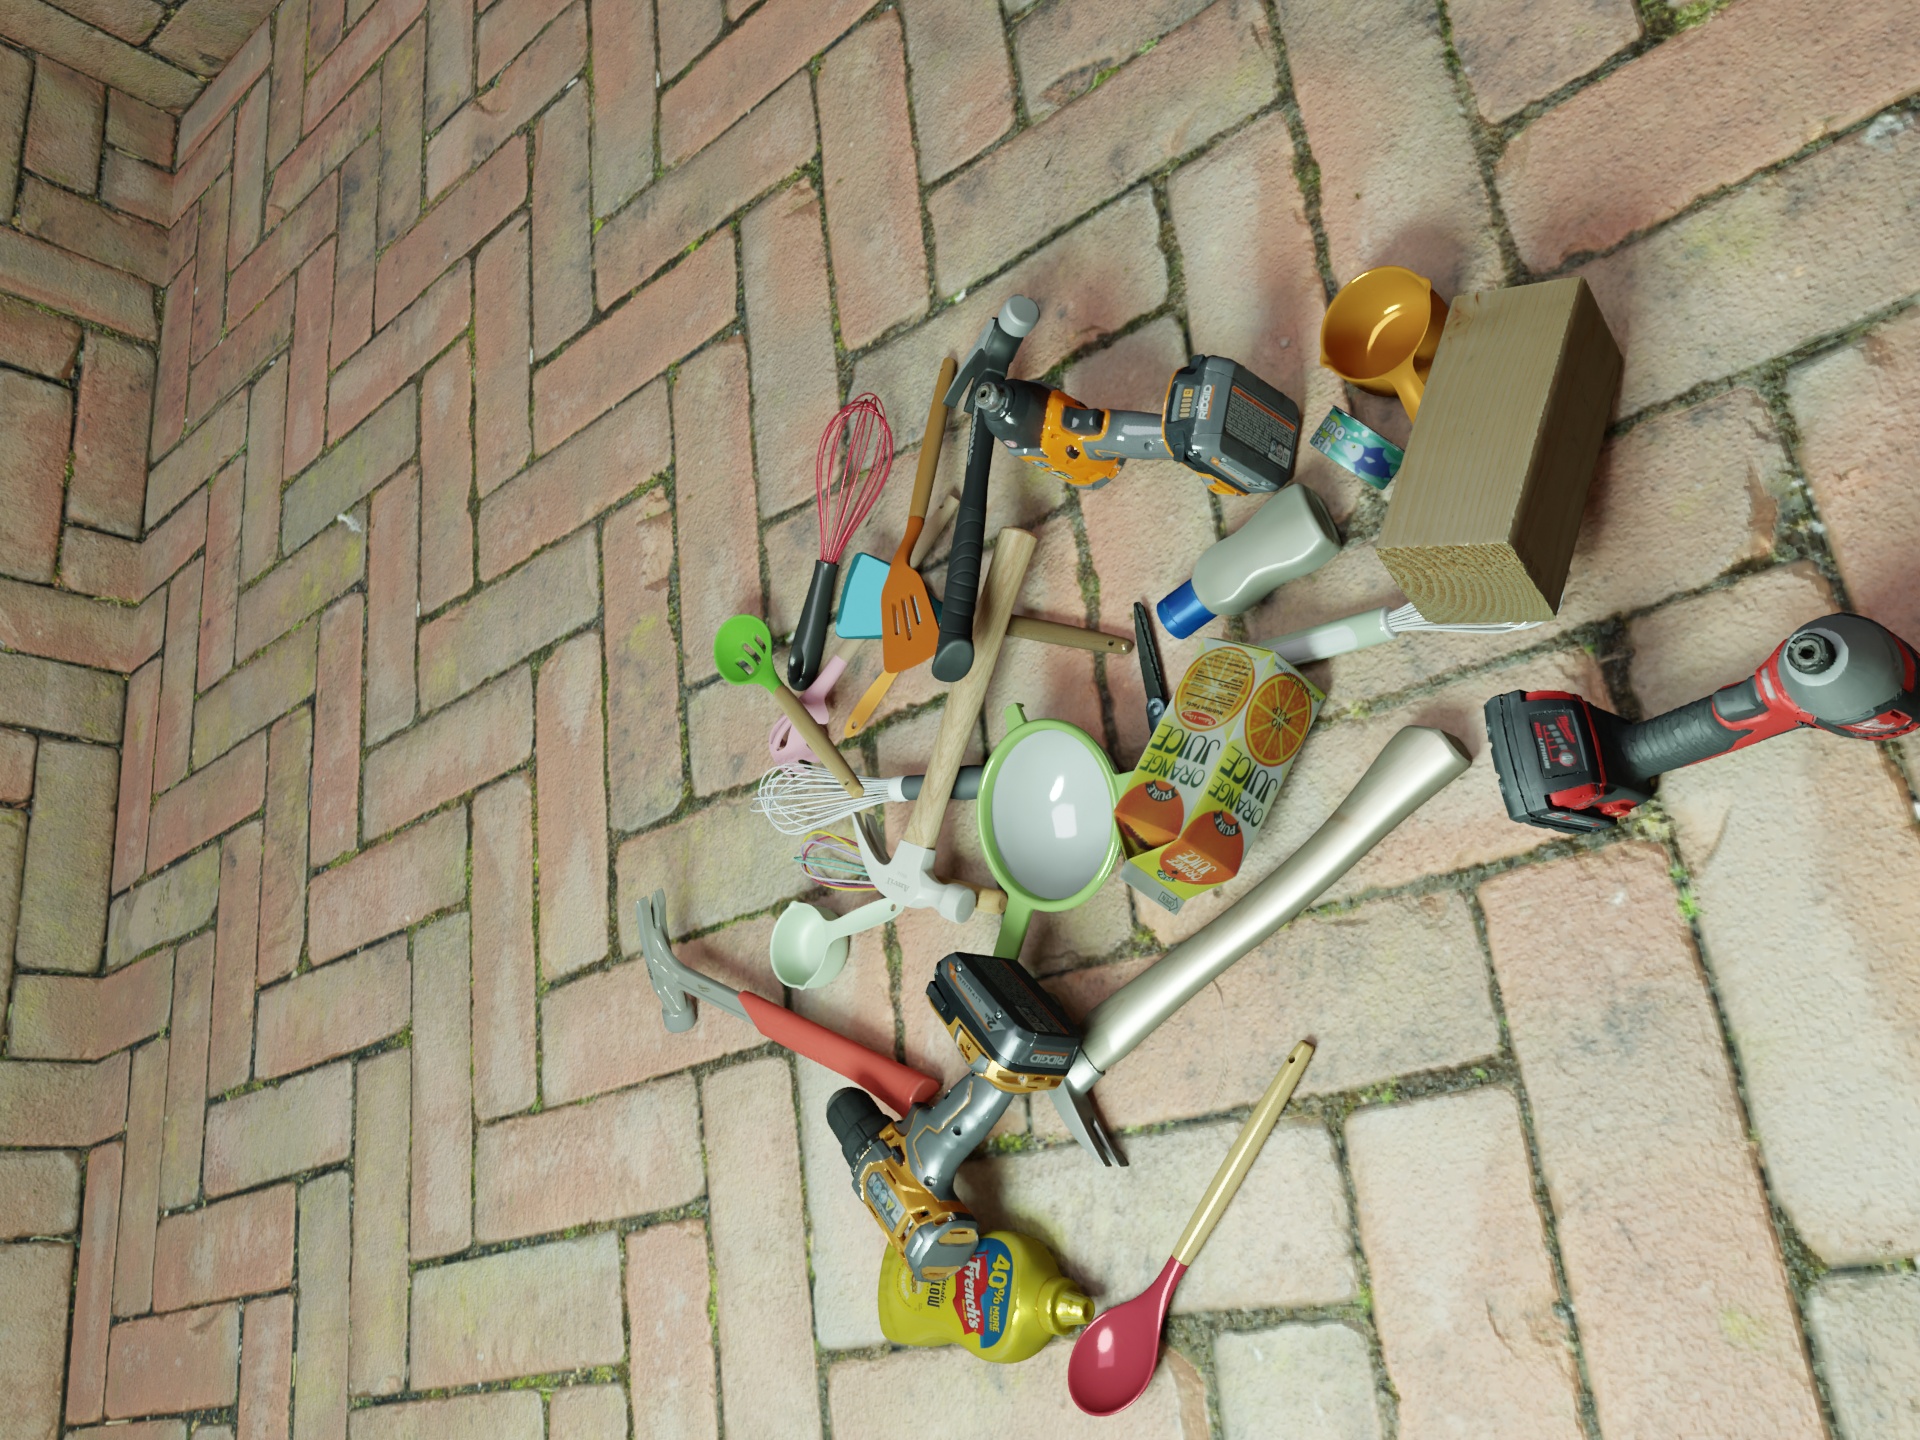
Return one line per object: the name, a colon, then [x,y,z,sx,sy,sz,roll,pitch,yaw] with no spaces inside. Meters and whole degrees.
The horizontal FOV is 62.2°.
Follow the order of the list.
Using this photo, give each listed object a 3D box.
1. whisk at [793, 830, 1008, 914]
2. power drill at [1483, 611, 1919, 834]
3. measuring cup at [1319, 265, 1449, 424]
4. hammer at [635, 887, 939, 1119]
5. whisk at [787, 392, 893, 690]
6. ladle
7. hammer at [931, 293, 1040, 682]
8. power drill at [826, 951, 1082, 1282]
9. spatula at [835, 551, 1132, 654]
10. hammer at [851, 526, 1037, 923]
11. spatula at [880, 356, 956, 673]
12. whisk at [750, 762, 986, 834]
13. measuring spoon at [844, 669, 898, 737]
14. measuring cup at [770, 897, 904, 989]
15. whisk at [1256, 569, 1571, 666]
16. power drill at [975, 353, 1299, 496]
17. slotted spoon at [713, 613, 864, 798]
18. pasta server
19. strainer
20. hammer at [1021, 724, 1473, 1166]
whisk: [-0.058,0.136,1.398,0.245,0.051,0.047,8,78,41]
power drill: [0.428,-0.001,0.919,0.219,0.143,0.079,-22,67,39]
measuring cup: [0.326,-0.246,1.143,0.095,0.052,0.174,-36,58,30]
hammer: [-0.163,0.266,1.430,0.359,0.037,0.149,15,122,40]
whisk: [-0.123,-0.171,1.536,0.073,0.073,0.296,21,99,44]
ladle: [0.169,0.362,1.136,0.069,0.031,0.315,39,103,49]
hammer: [0.010,-0.188,1.353,0.146,0.035,0.335,138,143,-61]
power drill: [-0.018,0.290,1.239,0.186,0.084,0.226,43,111,47]
spatula: [0.017,-0.088,1.388,0.318,0.044,0.082,13,88,43]
hammer: [-0.002,-0.004,1.347,0.130,0.031,0.331,16,88,33]
spatula: [-0.029,-0.196,1.435,0.081,0.041,0.323,-22,48,46]
whisk: [-0.077,0.063,1.431,0.285,0.070,0.070,-7,74,36]
measuring spoon: [-0.074,-0.027,1.481,0.117,0.011,0.021,-53,50,24]
measuring cup: [-0.102,0.190,1.426,0.167,0.038,0.083,-26,62,33]
whisk: [0.308,-0.070,1.115,0.246,0.059,0.057,-16,103,43]
power drill: [0.129,-0.231,1.244,0.227,0.164,0.084,7,84,42]
slotted spoon: [-0.159,-0.012,1.488,0.070,0.031,0.314,-55,41,10]
pasta server: [-0.091,-0.079,1.500,0.316,0.040,0.060,-54,49,12]
strainer: [0.073,0.122,1.272,0.152,0.069,0.256,30,111,41]
hammer: [0.208,0.157,1.150,0.410,0.038,0.146,-45,54,24]
